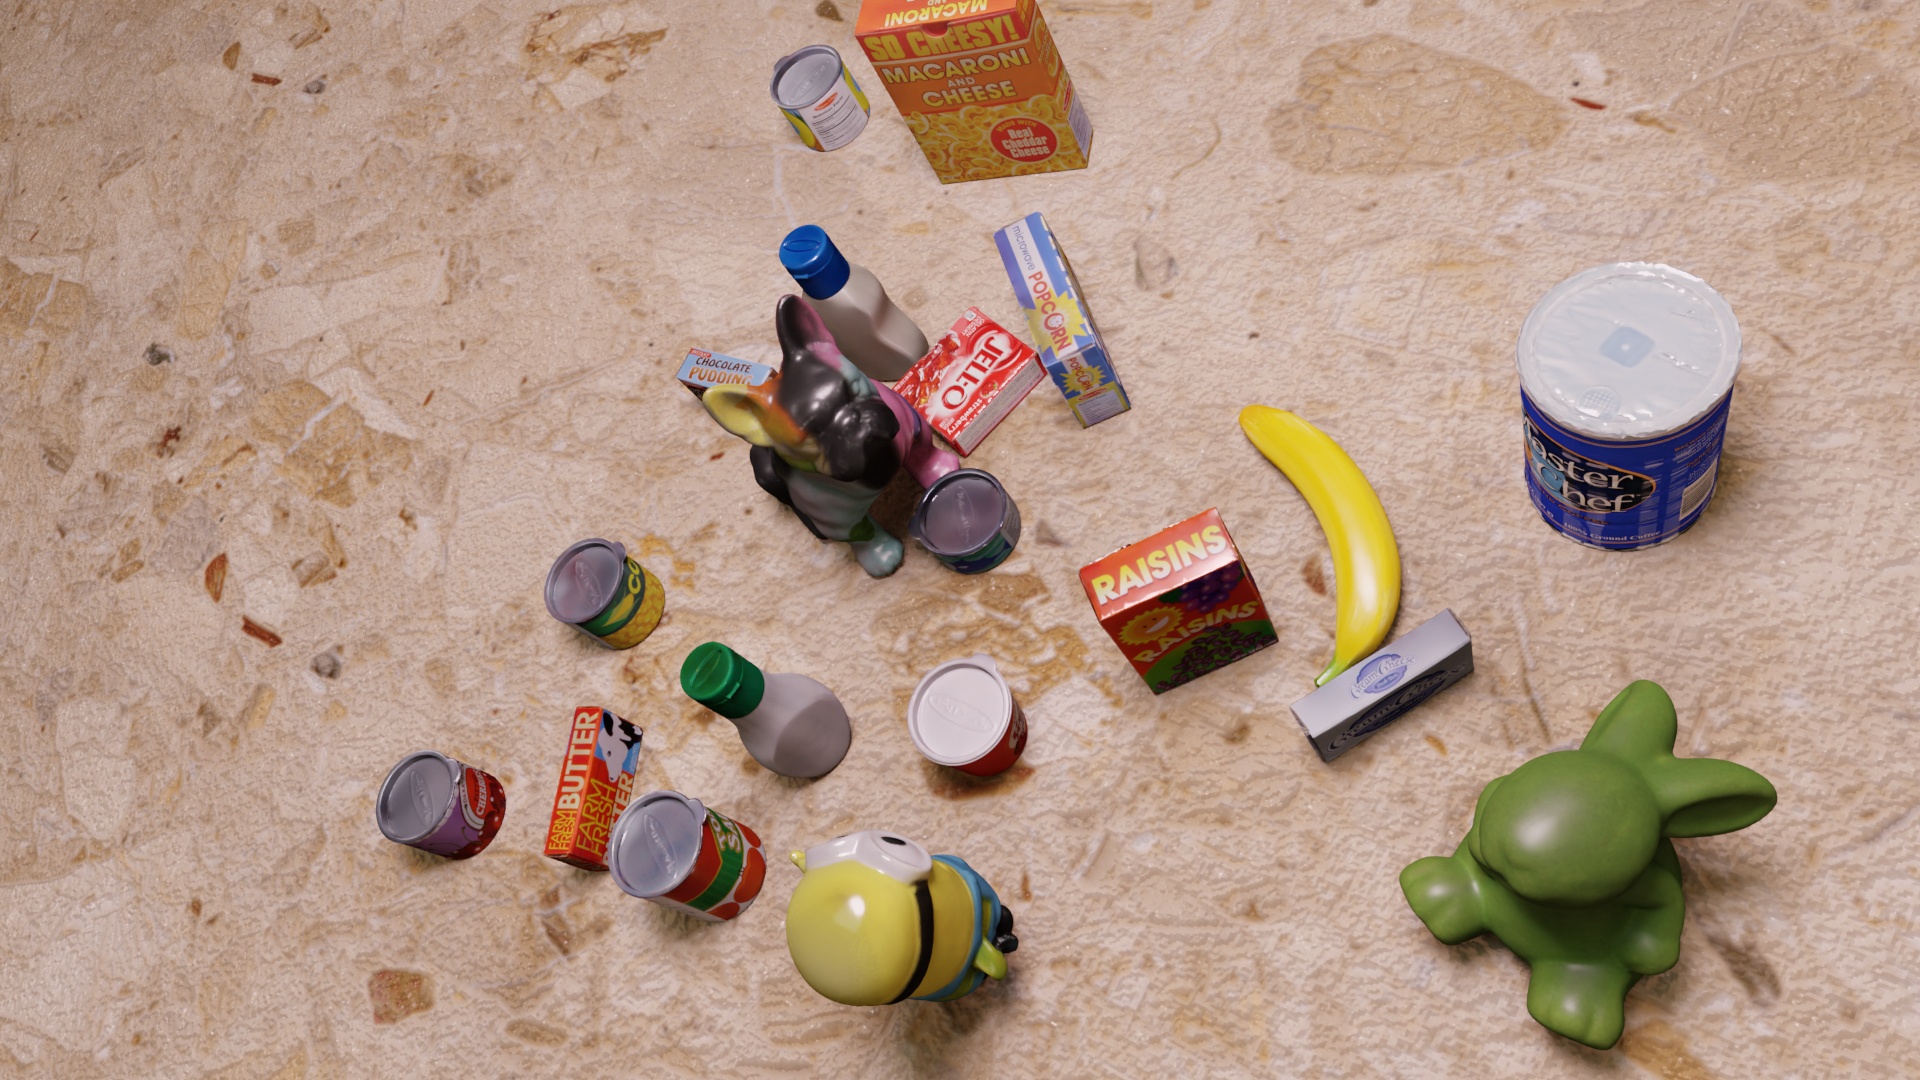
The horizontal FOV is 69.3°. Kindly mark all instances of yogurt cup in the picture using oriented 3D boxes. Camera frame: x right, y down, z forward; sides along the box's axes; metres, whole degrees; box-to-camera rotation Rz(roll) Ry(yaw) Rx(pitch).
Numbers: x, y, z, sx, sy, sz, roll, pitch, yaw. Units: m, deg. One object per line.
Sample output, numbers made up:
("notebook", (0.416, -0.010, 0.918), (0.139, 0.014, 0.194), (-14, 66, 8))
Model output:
("yogurt cup", (0.008, 0.113, 0.860), (0.072, 0.053, 0.072), (-10, 62, 19))

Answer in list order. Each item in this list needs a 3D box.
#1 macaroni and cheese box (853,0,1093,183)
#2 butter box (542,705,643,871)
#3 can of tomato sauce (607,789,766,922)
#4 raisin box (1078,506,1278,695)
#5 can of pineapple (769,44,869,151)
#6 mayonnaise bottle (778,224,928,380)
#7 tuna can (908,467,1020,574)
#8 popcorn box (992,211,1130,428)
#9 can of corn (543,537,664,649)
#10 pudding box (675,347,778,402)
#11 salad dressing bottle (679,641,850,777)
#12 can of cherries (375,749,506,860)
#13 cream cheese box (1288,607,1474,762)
("macaroni and cheese box", (0.014, -0.333, 1.016), (0.123, 0.166, 0.040), (0, 65, 24))
("butter box", (-0.248, 0.169, 0.944), (0.024, 0.053, 0.104), (-4, 64, 22))
("can of tomato sauce", (-0.169, 0.199, 0.877), (0.071, 0.083, 0.071), (-10, 62, 19))
("raisin box", (0.129, 0.037, 0.804), (0.086, 0.123, 0.040), (-25, 58, 11))
("can of pineapple", (-0.117, -0.369, 1.157), (0.071, 0.057, 0.071), (-10, 62, 19))
("mayonnaise bottle", (-0.078, -0.166, 0.983), (0.065, 0.147, 0.041), (3, 67, 25))
("tuna can", (0.003, -0.012, 0.938), (0.071, 0.032, 0.071), (-10, 62, 19))
("popcorn box", (0.069, -0.151, 0.949), (0.038, 0.085, 0.127), (-25, 58, 11))
("can of corn", (-0.256, 0.038, 1.011), (0.071, 0.058, 0.071), (-10, 62, 19))
("pudding box", (-0.168, -0.117, 1.056), (0.084, 0.049, 0.030), (18, 73, 30))
("salad dressing bottle", (-0.120, 0.105, 0.864), (0.044, 0.147, 0.064), (32, 81, 33))
("can of cherries", (-0.364, 0.187, 0.983), (0.071, 0.058, 0.072), (-10, 62, 19))
("cream cheese box", (0.237, 0.082, 0.776), (0.104, 0.053, 0.024), (-33, 57, 5))
